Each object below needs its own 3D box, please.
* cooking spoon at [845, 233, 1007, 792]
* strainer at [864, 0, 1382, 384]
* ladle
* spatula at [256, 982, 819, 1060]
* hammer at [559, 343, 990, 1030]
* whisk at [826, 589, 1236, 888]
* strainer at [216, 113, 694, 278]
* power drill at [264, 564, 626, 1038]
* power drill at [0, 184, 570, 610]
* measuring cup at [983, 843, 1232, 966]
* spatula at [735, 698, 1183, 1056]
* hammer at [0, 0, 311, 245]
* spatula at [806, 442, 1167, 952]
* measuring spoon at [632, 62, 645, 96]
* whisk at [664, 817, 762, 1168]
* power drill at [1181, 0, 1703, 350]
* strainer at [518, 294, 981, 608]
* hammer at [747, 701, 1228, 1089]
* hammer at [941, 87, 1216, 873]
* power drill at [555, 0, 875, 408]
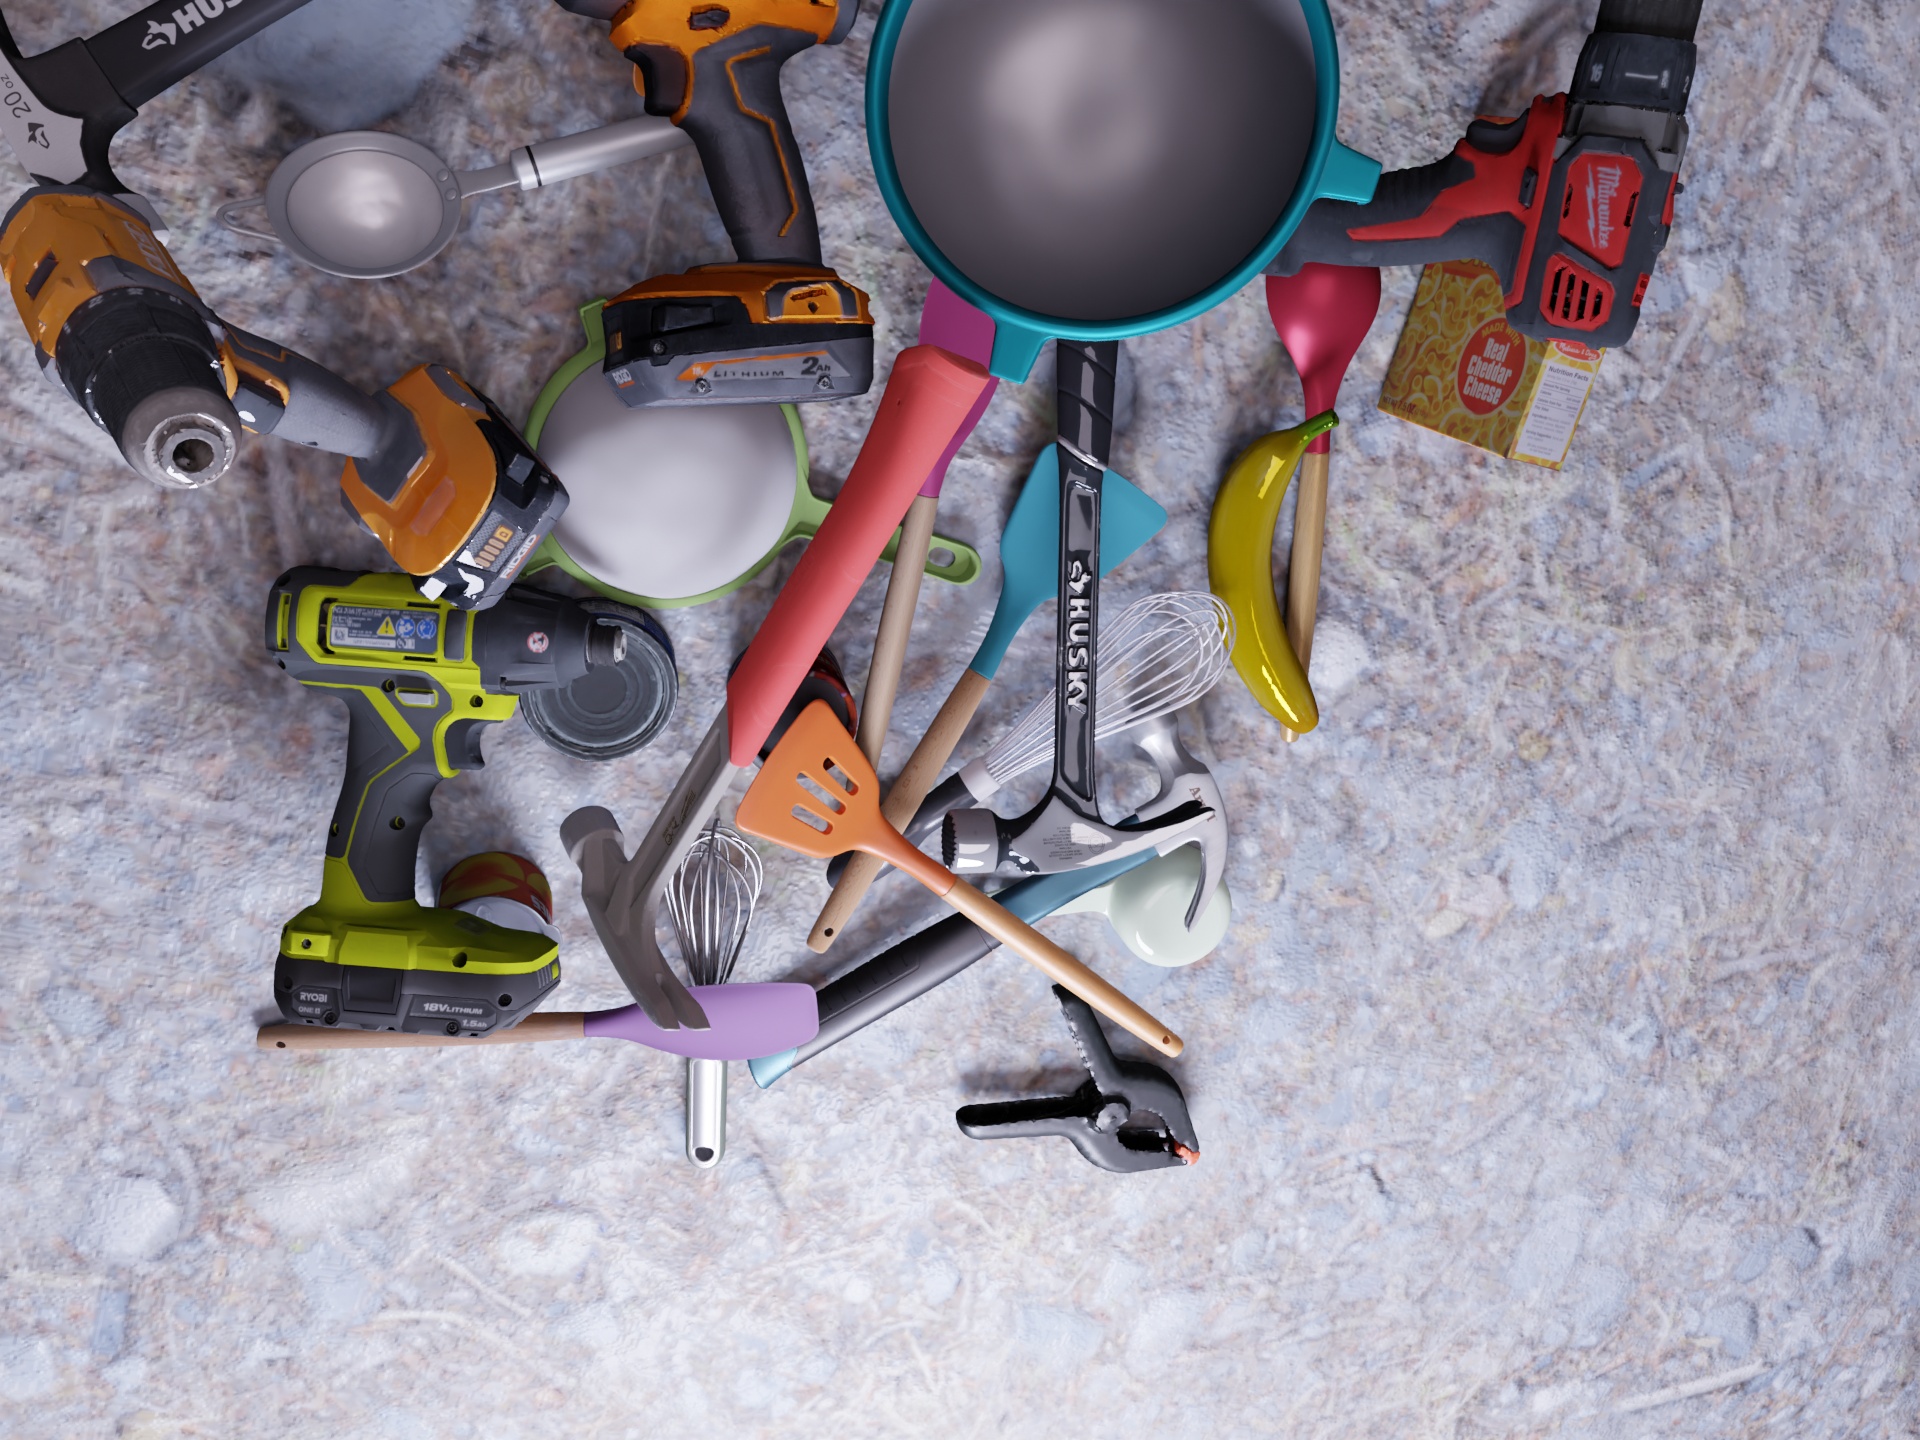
[{"bbox_3d":[-0.025,-0.096,0.843,0.068,0.017,0.318,-11,122,-47],"label":"cooking spoon"},{"bbox_3d":[0.037,-0.340,0.743,0.211,0.095,0.340,-26,93,10],"label":"strainer"},{"bbox_3d":[0.203,-0.132,0.924,0.069,0.031,0.315,-5,114,-11],"label":"ladle"},{"bbox_3d":[-0.239,0.176,0.908,0.316,0.018,0.059,-1,123,-3],"label":"spatula"},{"bbox_3d":[-0.088,-0.020,0.777,0.036,0.149,0.359,9,123,-46],"label":"hammer"},{"bbox_3d":[0.037,0.015,0.927,0.284,0.070,0.070,-35,116,7],"label":"whisk"},{"bbox_3d":[-0.214,-0.258,0.756,0.258,0.050,0.087,-20,72,-12],"label":"strainer"},{"bbox_3d":[-0.260,0.039,0.801,0.171,0.080,0.223,4,93,1],"label":"power drill"},{"bbox_3d":[-0.278,-0.124,0.679,0.084,0.186,0.226,-51,142,9],"label":"power drill"},{"bbox_3d":[0.090,0.119,0.988,0.167,0.038,0.083,0,112,-16],"label":"measuring cup"},{"bbox_3d":[0.014,0.108,0.896,0.322,0.041,0.081,37,79,-20],"label":"spatula"},{"bbox_3d":[-0.273,-0.347,0.697,0.335,0.035,0.146,-33,101,-4],"label":"hammer"},{"bbox_3d":[-0.001,-0.003,0.893,0.082,0.044,0.317,29,94,-19],"label":"spatula"},{"bbox_3d":[-0.130,-0.354,0.757,0.021,0.011,0.117,18,110,-27],"label":"measuring spoon"},{"bbox_3d":[-0.149,0.168,0.943,0.058,0.059,0.246,4,116,-3],"label":"whisk"},{"bbox_3d":[0.234,-0.289,0.768,0.227,0.080,0.187,16,111,23],"label":"power drill"},{"bbox_3d":[-0.099,-0.107,0.829,0.256,0.069,0.151,15,107,-22],"label":"strainer"},{"bbox_3d":[0.012,0.124,0.960,0.331,0.033,0.128,-30,91,4],"label":"hammer"},{"bbox_3d":[0.069,-0.120,0.841,0.149,0.036,0.409,0,99,-14],"label":"hammer"},{"bbox_3d":[-0.122,-0.260,0.725,0.164,0.084,0.226,-7,99,-26],"label":"power drill"}]
